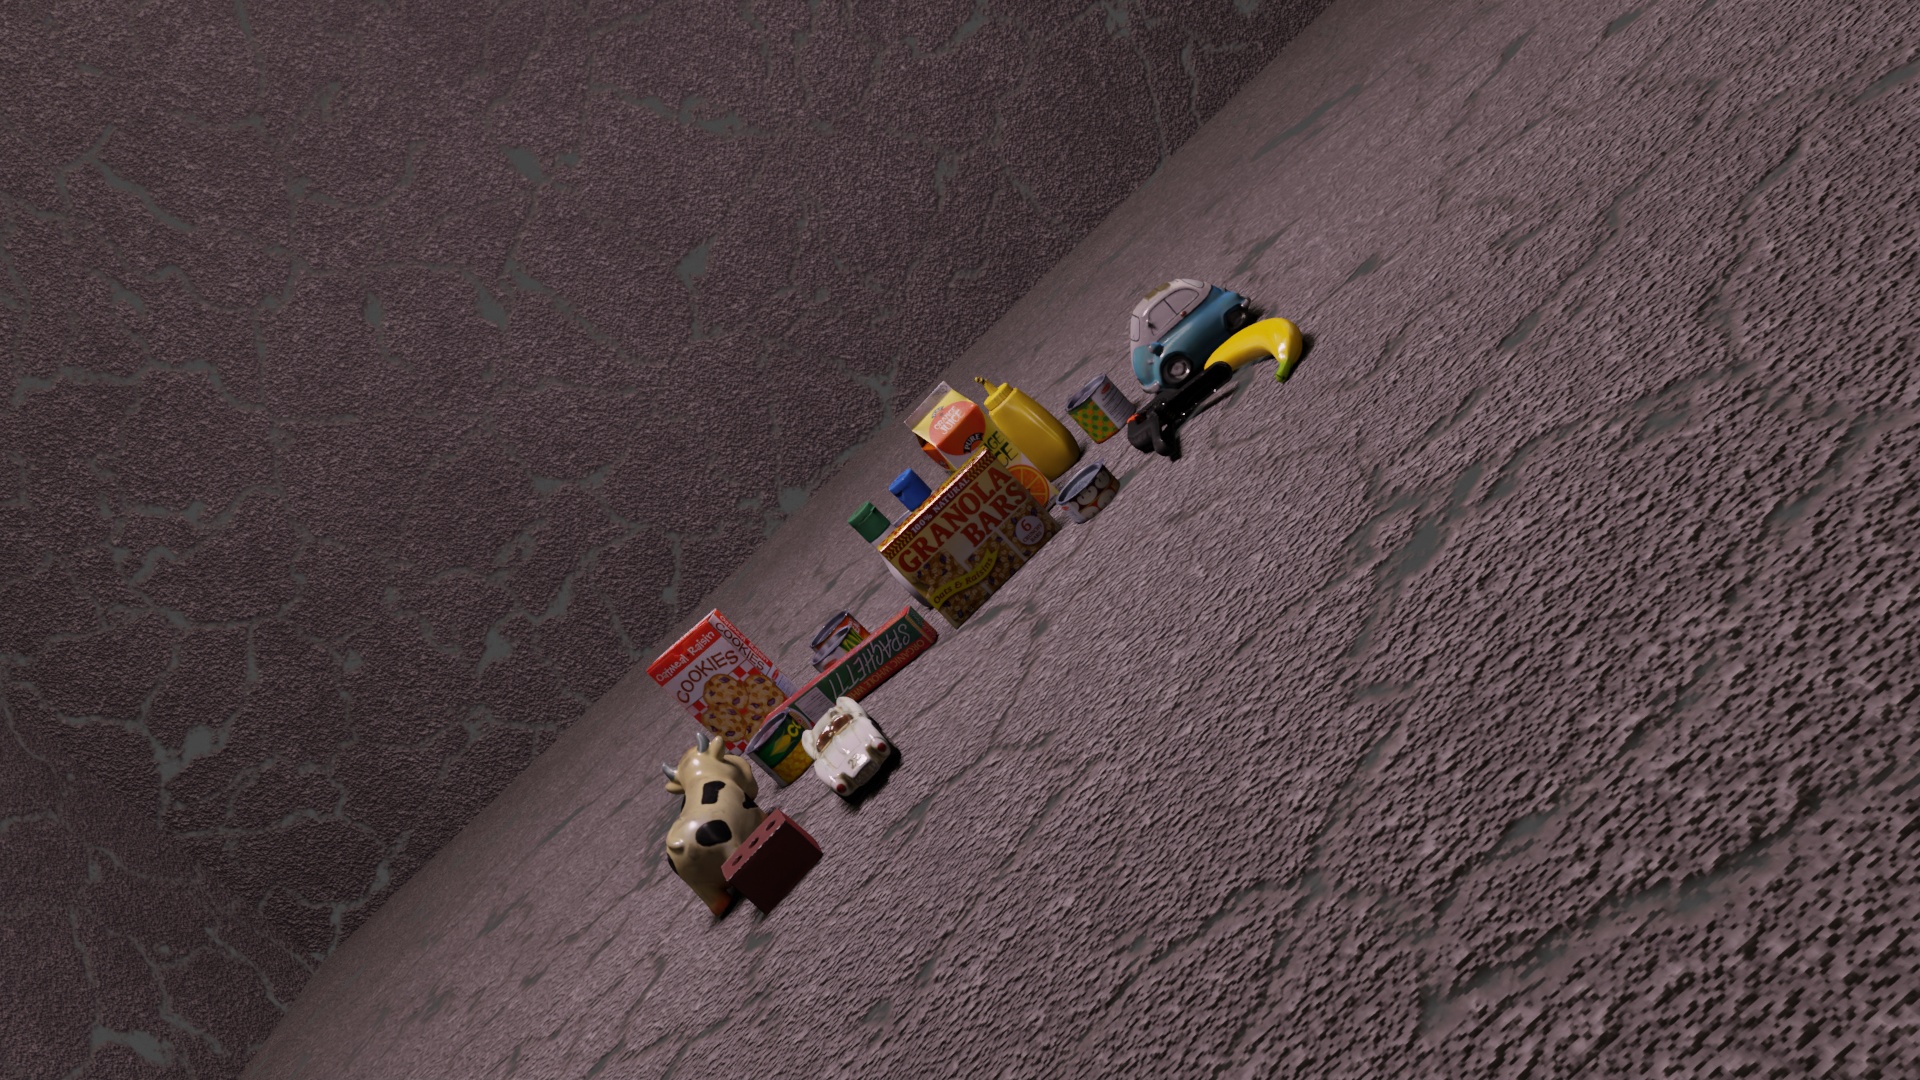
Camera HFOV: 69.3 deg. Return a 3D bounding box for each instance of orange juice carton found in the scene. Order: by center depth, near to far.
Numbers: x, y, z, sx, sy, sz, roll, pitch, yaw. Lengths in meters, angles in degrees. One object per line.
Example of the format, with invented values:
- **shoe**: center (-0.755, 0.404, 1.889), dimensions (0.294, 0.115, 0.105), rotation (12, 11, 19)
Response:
- **orange juice carton**: center (0.023, -0.095, 1.639), dimensions (0.072, 0.192, 0.073), rotation (-46, 12, -10)

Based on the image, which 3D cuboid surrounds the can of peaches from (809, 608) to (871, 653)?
- **can of peaches**: center (-0.145, 0.129, 1.751), dimensions (0.071, 0.058, 0.071), rotation (-42, 12, 11)

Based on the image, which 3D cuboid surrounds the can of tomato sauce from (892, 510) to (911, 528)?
- **can of tomato sauce**: center (-0.054, 0.009, 1.800), dimensions (0.071, 0.083, 0.071), rotation (-42, 12, 11)

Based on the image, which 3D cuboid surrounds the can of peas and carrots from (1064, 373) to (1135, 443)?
- **can of peas and carrots**: center (0.170, -0.161, 1.701), dimensions (0.071, 0.058, 0.071), rotation (-42, 12, 11)

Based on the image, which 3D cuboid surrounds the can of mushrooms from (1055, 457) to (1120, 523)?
- **can of mushrooms**: center (0.139, -0.053, 1.497), dimensions (0.071, 0.033, 0.071), rotation (-42, 12, 11)

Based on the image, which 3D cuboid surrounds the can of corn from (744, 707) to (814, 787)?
- **can of corn**: center (-0.198, 0.233, 1.567), dimensions (0.071, 0.058, 0.071), rotation (-42, 12, 11)

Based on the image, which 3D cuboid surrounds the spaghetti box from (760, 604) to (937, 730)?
- **spaghetti box**: center (-0.130, 0.162, 1.605), dimensions (0.249, 0.050, 0.029), rotation (-39, 13, 24)

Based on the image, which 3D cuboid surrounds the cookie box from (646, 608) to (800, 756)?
- **cookie box**: center (-0.307, 0.187, 1.817), dimensions (0.122, 0.167, 0.040), rotation (-39, 13, 22)

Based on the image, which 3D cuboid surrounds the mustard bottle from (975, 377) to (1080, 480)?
- **mustard bottle**: center (0.077, -0.147, 1.716), dimensions (0.065, 0.160, 0.049), rotation (-37, 13, 29)

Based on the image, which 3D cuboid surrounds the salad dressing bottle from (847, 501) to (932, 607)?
- **salad dressing bottle**: center (-0.073, 0.016, 1.683), dimensions (0.044, 0.147, 0.064), rotation (-37, 14, 31)

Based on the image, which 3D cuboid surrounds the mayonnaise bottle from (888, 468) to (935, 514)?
- **mayonnaise bottle**: center (-0.022, -0.020, 1.635), dimensions (0.064, 0.148, 0.041), rotation (-29, 19, 51)

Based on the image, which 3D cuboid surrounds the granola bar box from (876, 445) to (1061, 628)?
- **granola bar box**: center (0.010, -0.004, 1.535), dimensions (0.165, 0.124, 0.039), rotation (-44, 12, 0)

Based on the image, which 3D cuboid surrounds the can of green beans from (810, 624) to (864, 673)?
- **can of green beans**: center (-0.136, 0.145, 1.668), dimensions (0.071, 0.058, 0.071), rotation (-42, 12, 11)
